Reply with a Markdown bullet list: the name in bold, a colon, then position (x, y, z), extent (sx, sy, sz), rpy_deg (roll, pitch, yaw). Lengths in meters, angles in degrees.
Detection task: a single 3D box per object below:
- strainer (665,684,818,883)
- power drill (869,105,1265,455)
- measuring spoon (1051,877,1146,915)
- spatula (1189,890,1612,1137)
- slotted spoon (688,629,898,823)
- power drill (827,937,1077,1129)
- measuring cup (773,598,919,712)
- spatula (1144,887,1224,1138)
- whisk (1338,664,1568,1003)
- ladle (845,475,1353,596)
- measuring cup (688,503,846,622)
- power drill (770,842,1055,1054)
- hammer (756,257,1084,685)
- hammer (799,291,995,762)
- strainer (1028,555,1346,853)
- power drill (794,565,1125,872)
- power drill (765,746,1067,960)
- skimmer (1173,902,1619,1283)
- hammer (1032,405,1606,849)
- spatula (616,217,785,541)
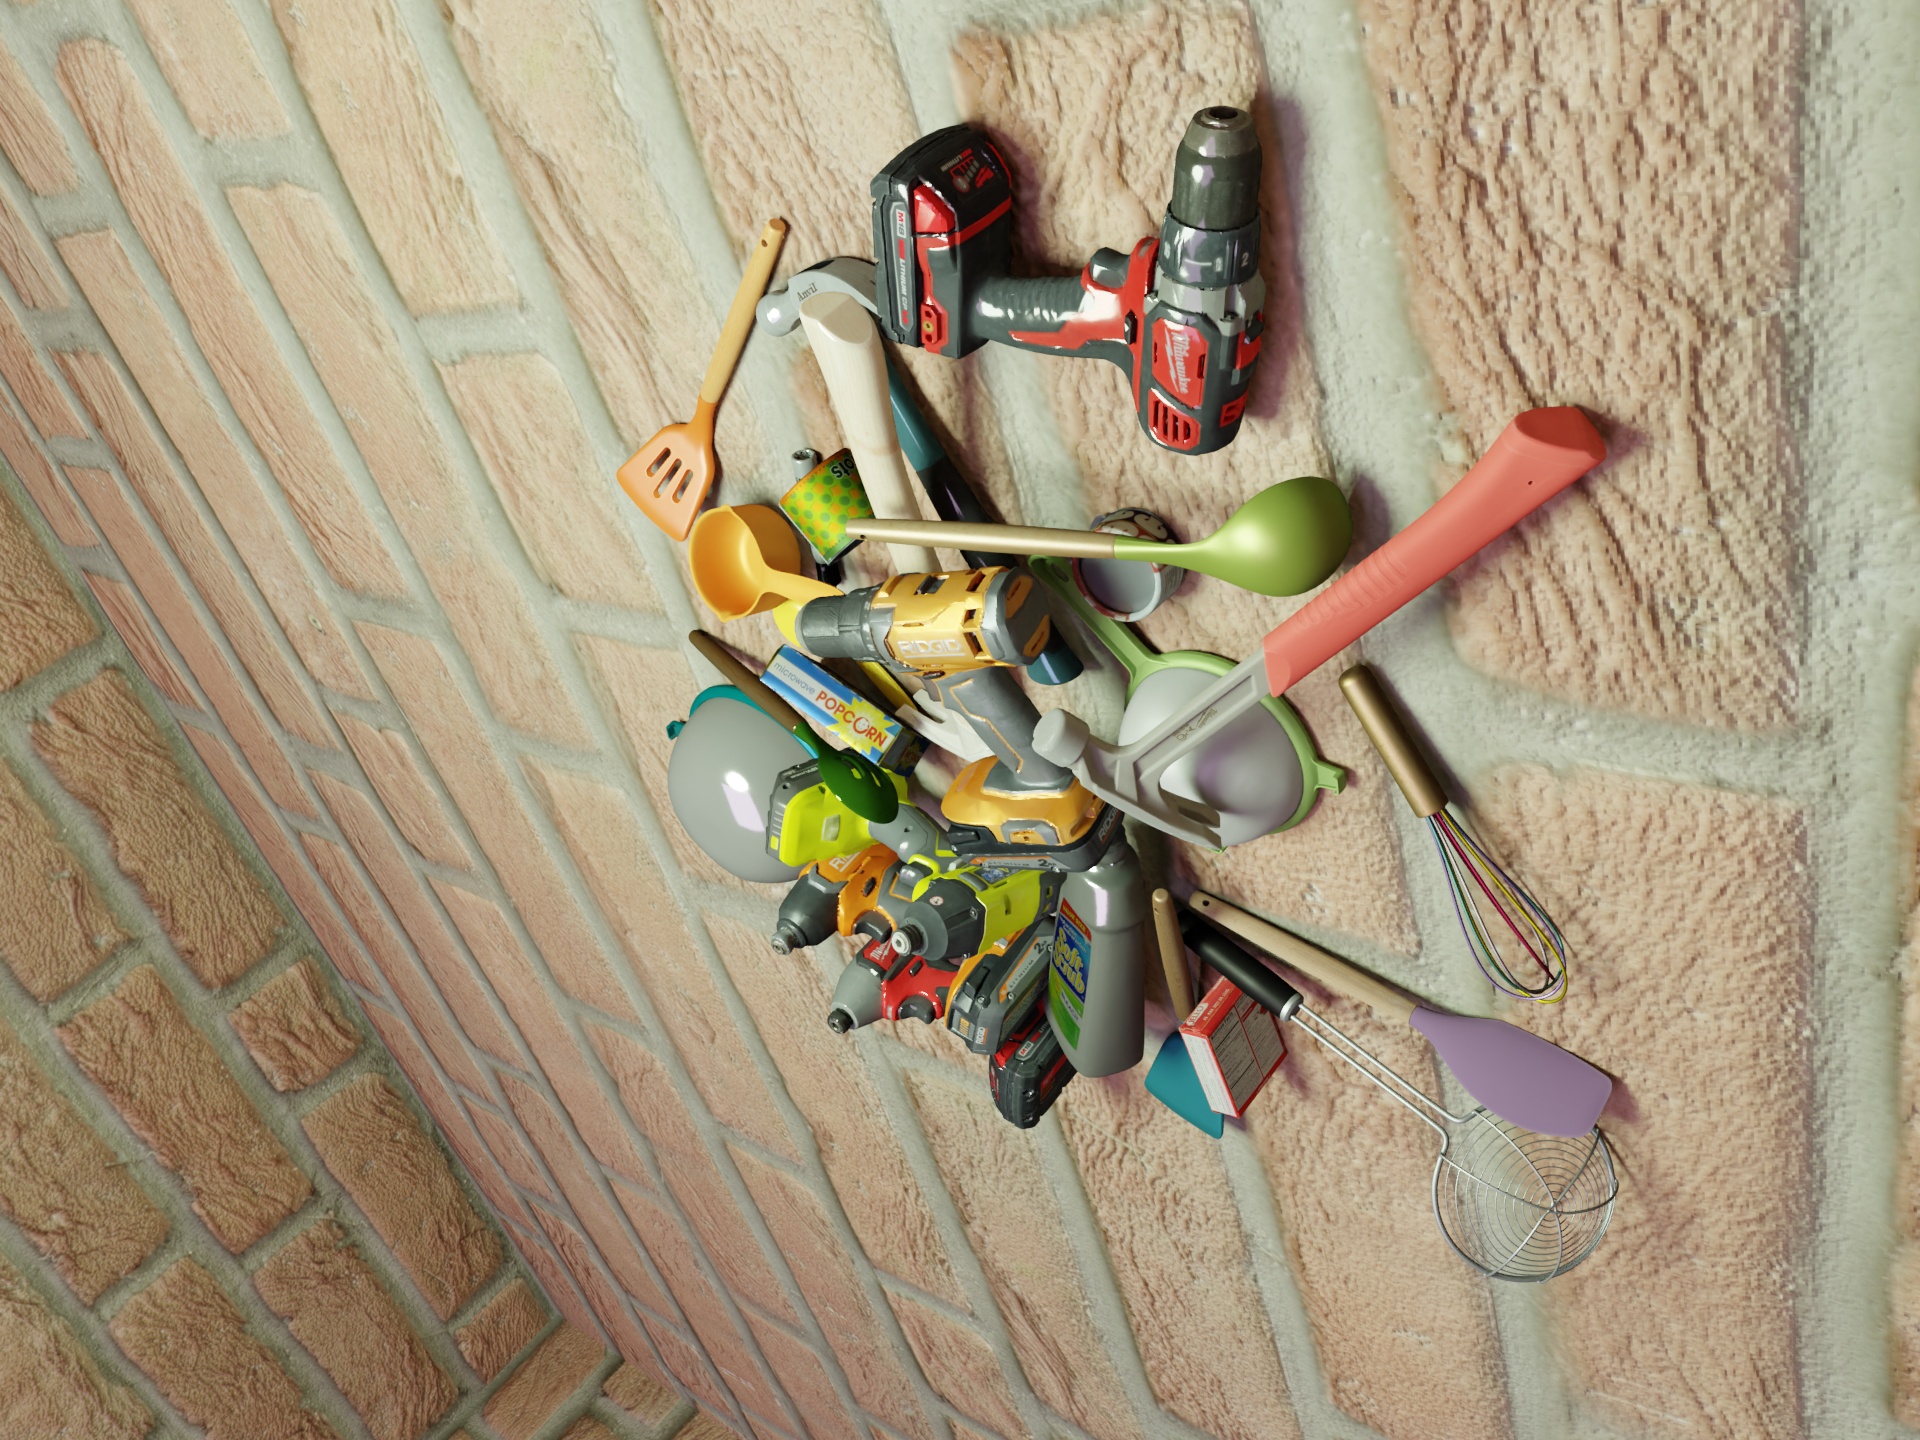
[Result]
- **strainer**: position (-0.165, 0.129, 1.487), extent (0.340, 0.095, 0.211), rpy_deg (55, 145, -9)
- **power drill**: position (0.063, -0.260, 0.873), extent (0.227, 0.080, 0.187), rpy_deg (25, 140, 24)
- **measuring spoon**: position (0.104, 0.134, 1.277), extent (0.124, 0.018, 0.034), rpy_deg (-17, 116, 46)
- **spatula**: position (0.292, 0.195, 1.109), extent (0.316, 0.060, 0.018), rpy_deg (28, 173, 33)
- **slotted spoon**: position (-0.148, -0.005, 1.332), extent (0.314, 0.070, 0.031), rpy_deg (38, 110, 41)
- **power drill**: position (-0.005, 0.258, 1.403), extent (0.220, 0.143, 0.078), rpy_deg (24, 137, 27)
- **measuring cup**: position (-0.093, -0.049, 1.287), extent (0.156, 0.029, 0.062), rpy_deg (46, 146, 6)
- **spatula**: position (0.168, 0.226, 1.239), extent (0.082, 0.044, 0.317), rpy_deg (31, 156, 33)
- **whisk**: position (0.303, 0.071, 0.972), extent (0.245, 0.051, 0.047), rpy_deg (58, 179, -6)
- **ladle**: position (0.074, -0.116, 0.954), extent (0.320, 0.062, 0.078), rpy_deg (7, 153, 27)
- **measuring cup**: position (-0.135, -0.115, 1.231), extent (0.174, 0.052, 0.095), rpy_deg (20, 116, 34)
- **power drill**: position (-0.041, 0.183, 1.348), extent (0.227, 0.164, 0.084), rpy_deg (31, 142, 19)
- **hammer**: position (-0.014, -0.164, 1.087), extent (0.128, 0.033, 0.331), rpy_deg (-12, 115, 53)
- **hammer**: position (-0.037, -0.113, 1.090), extent (0.146, 0.038, 0.410), rpy_deg (28, 152, 37)
- **strainer**: position (0.123, -0.006, 1.062), extent (0.256, 0.069, 0.151), rpy_deg (47, 146, -3)
- **power drill**: position (-0.002, -0.003, 1.076), extent (0.185, 0.084, 0.226), rpy_deg (0, 131, 35)
- **power drill**: position (-0.047, 0.109, 1.271), extent (0.223, 0.171, 0.080), rpy_deg (29, 122, 35)
- **skimmer**: position (0.292, 0.249, 1.139), extent (0.364, 0.127, 0.090), rpy_deg (37, 177, 35)
- **hammer**: position (0.205, -0.044, 0.885), extent (0.149, 0.037, 0.359), rpy_deg (28, 134, -24)
- **spatula**: position (-0.186, -0.251, 1.179), extent (0.081, 0.041, 0.322), rpy_deg (45, 145, 4)
